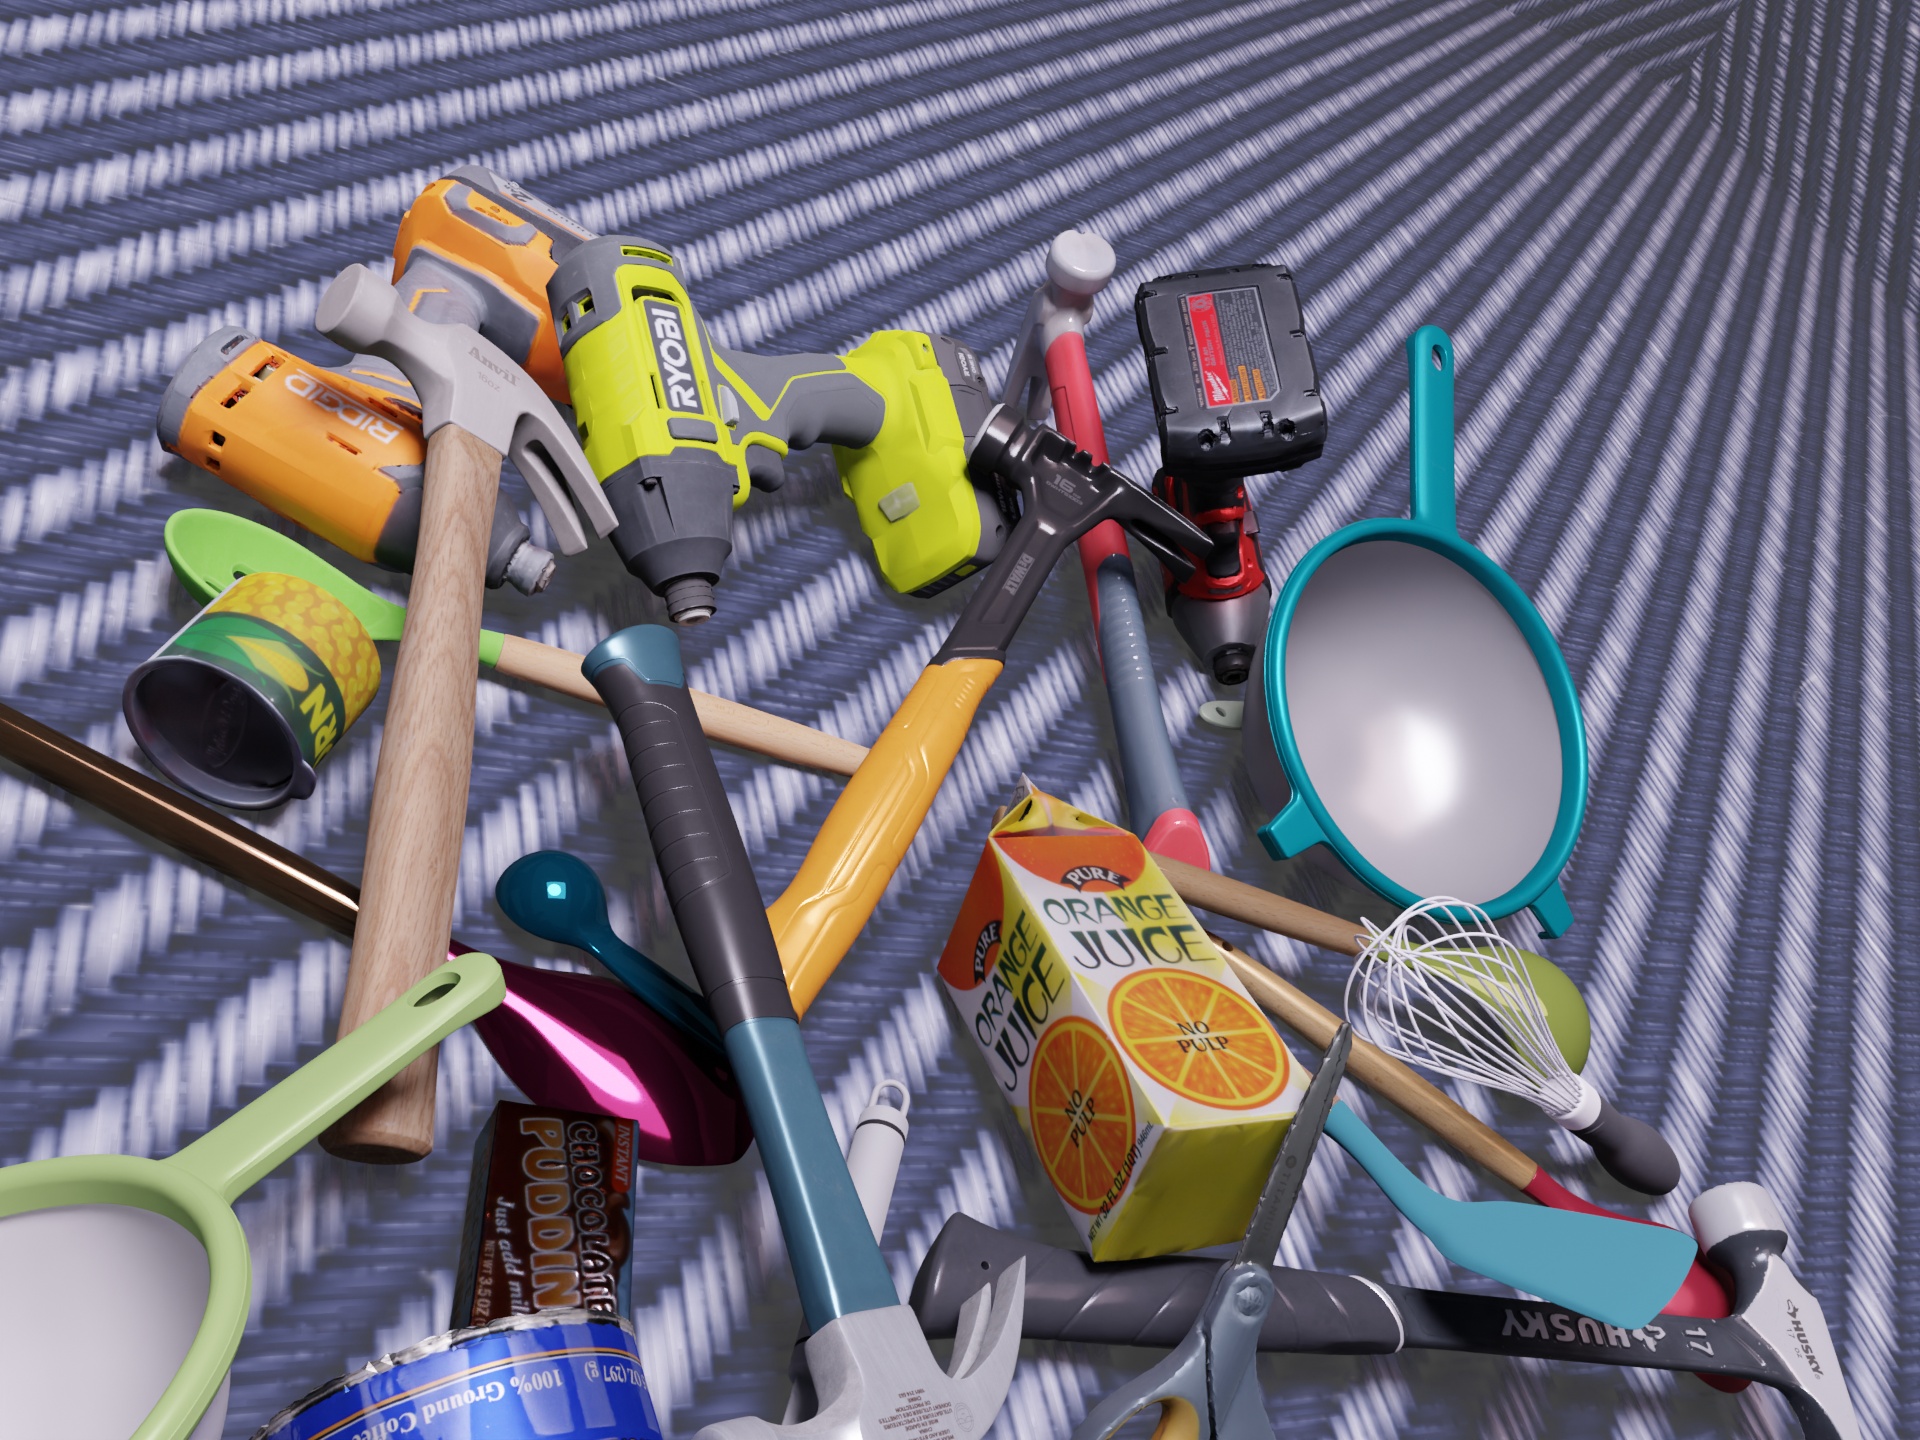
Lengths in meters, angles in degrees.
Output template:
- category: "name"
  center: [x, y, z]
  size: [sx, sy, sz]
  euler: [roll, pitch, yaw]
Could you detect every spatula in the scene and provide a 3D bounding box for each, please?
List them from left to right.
- category: "spatula"
  center: [0.135, 0.134, 0.646]
  size: [0.318, 0.044, 0.082]
  euler: [37, 29, 29]

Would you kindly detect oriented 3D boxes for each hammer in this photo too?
- category: "hammer"
  center: [-0.187, -0.008, 0.570]
  size: [0.129, 0.031, 0.332]
  euler: [31, 44, -44]
- category: "hammer"
  center: [-0.073, 0.094, 0.539]
  size: [0.128, 0.033, 0.331]
  euler: [11, 43, -42]
- category: "hammer"
  center: [-0.001, -0.002, 0.688]
  size: [0.127, 0.034, 0.337]
  euler: [32, 55, -1]
- category: "hammer"
  center: [0.074, -0.076, 0.855]
  size: [0.038, 0.143, 0.387]
  euler: [1, 58, -14]
- category: "hammer"
  center: [0.174, 0.233, 0.606]
  size: [0.408, 0.036, 0.149]
  euler: [11, 45, -18]

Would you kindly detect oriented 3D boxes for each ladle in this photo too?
- category: "ladle"
  center: [0.157, 0.104, 0.737]
  size: [0.320, 0.062, 0.078]
  euler: [20, 31, -14]
- category: "ladle"
  center: [0.236, 0.192, 0.725]
  size: [0.315, 0.031, 0.069]
  euler: [36, 38, 6]

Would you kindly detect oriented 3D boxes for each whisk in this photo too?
- category: "whisk"
  center: [0.250, 0.154, 0.691]
  size: [0.284, 0.070, 0.070]
  euler: [38, 31, -36]

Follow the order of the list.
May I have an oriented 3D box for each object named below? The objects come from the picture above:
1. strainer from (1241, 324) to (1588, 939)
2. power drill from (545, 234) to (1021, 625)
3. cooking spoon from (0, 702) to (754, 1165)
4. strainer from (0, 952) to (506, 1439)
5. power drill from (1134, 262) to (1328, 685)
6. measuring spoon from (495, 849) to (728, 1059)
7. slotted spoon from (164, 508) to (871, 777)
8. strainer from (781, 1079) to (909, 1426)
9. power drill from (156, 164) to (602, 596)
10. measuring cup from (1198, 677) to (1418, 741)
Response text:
- category: "strainer"
  center: [0.227, -0.051, 0.857]
  size: [0.210, 0.095, 0.341]
  euler: [17, 66, -24]
- category: "power drill"
  center: [-0.079, -0.125, 0.754]
  size: [0.223, 0.080, 0.171]
  euler: [-2, 72, -47]
- category: "cooking spoon"
  center: [-0.210, 0.068, 0.552]
  size: [0.319, 0.017, 0.069]
  euler: [29, 38, -7]
- category: "strainer"
  center: [-0.207, 0.154, 0.407]
  size: [0.151, 0.069, 0.256]
  euler: [8, 30, 30]
- category: "power drill"
  center: [0.139, -0.123, 0.849]
  size: [0.078, 0.219, 0.143]
  euler: [-7, 62, 3]
- category: "measuring spoon"
  center: [-0.114, 0.085, 0.582]
  size: [0.129, 0.021, 0.042]
  euler: [34, 23, 11]
- category: "slotted spoon"
  center: [-0.168, -0.020, 0.667]
  size: [0.313, 0.031, 0.070]
  euler: [18, 27, -22]
- category: "strainer"
  center: [-0.048, 0.210, 0.501]
  size: [0.087, 0.050, 0.259]
  euler: [15, 36, 1]
- category: "power drill"
  center: [-0.226, -0.151, 0.726]
  size: [0.164, 0.084, 0.227]
  euler: [30, 42, -8]
- category: "measuring cup"
  center: [0.204, -0.013, 0.905]
  size: [0.167, 0.038, 0.083]
  euler: [0, 49, -37]
